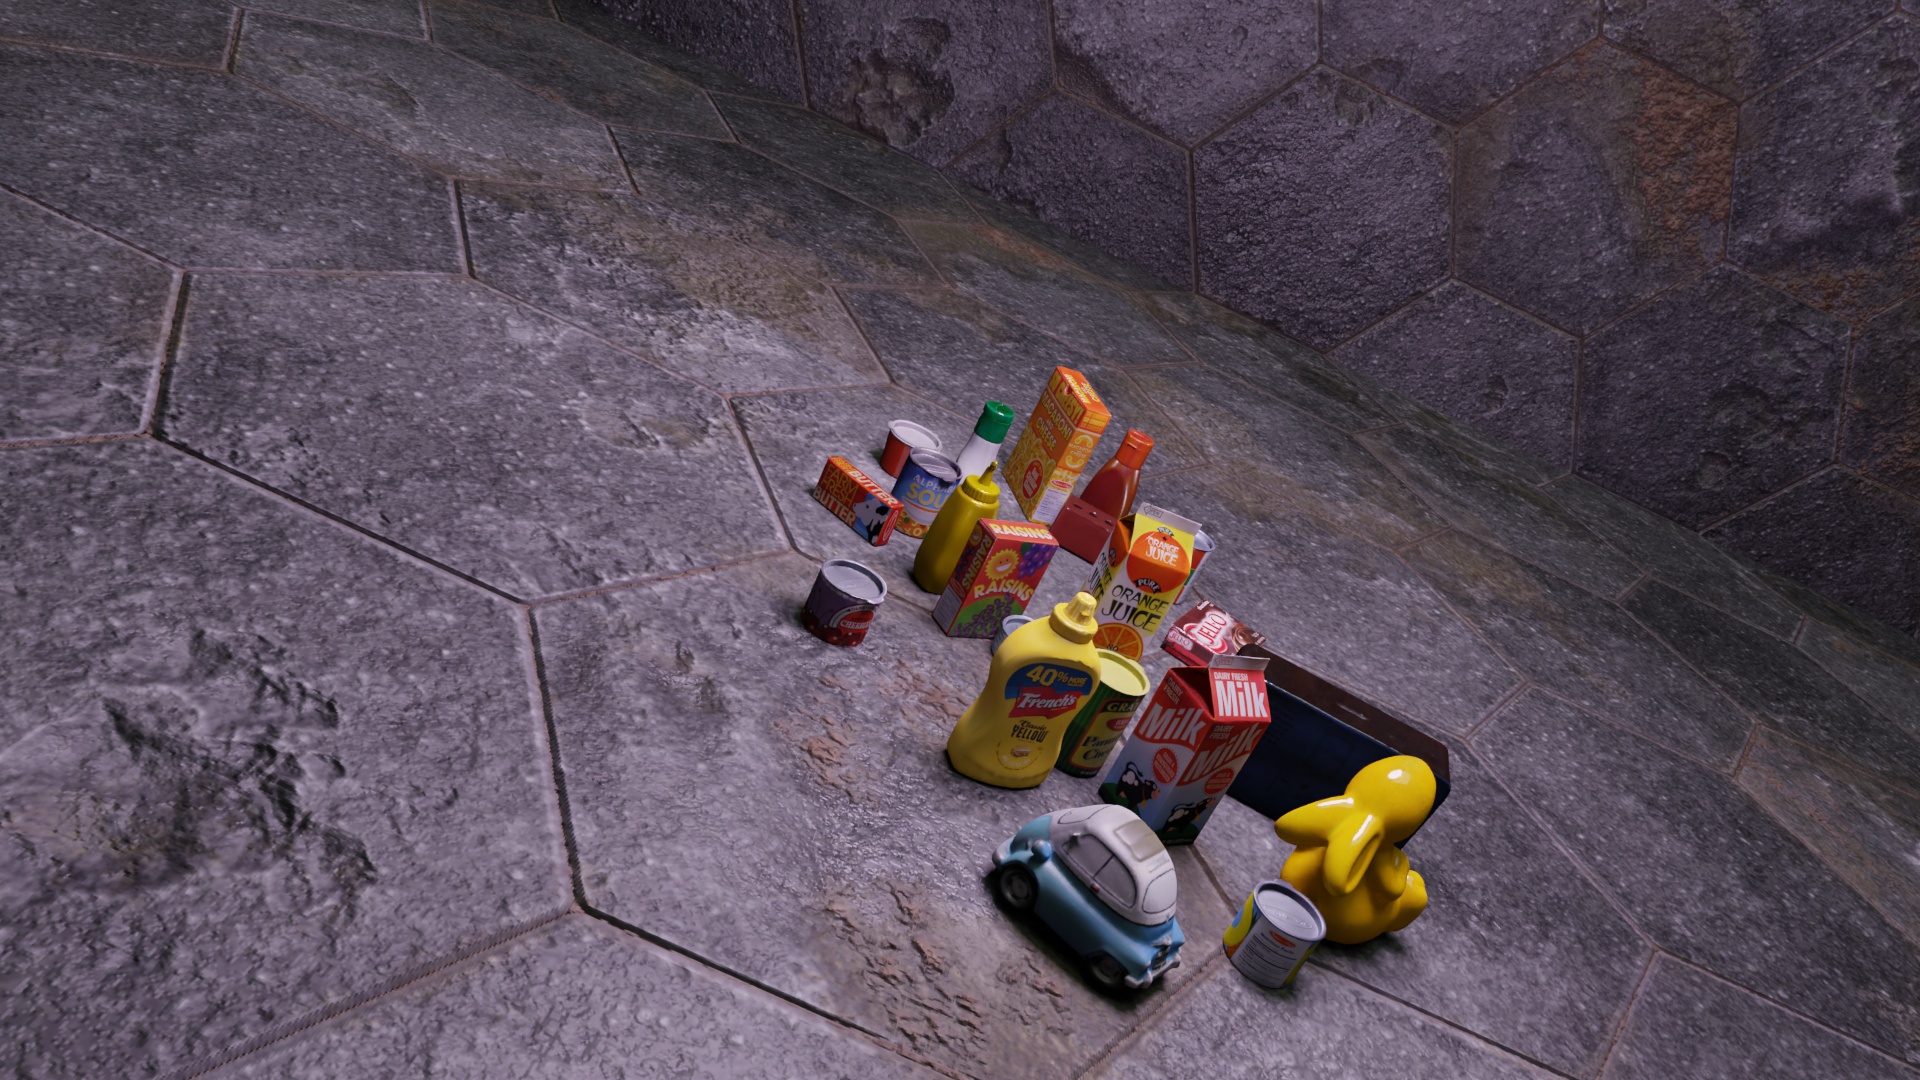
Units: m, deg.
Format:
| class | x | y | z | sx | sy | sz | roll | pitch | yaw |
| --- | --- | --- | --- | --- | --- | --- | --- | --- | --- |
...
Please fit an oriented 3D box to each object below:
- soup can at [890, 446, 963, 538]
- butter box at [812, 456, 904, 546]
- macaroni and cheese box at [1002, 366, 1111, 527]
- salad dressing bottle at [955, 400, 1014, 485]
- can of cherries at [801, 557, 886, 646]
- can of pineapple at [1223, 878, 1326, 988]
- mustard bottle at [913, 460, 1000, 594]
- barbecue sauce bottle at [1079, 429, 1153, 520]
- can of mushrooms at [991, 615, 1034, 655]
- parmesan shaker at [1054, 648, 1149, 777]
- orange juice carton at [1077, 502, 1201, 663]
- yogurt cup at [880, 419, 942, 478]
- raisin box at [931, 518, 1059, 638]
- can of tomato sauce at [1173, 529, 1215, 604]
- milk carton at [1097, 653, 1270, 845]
| class | x | y | z | sx | sy | sz | roll | pitch | yaw |
| --- | --- | --- | --- | --- | --- | --- | --- | --- | --- |
| soup can | -0.042 | -0.052 | 1.567 | 0.071 | 0.083 | 0.071 | 21 | 25 | -10 |
| butter box | -0.113 | -0.044 | 1.520 | 0.104 | 0.053 | 0.024 | 38 | 27 | 24 |
| macaroni and cheese box | 0.119 | -0.119 | 1.754 | 0.040 | 0.165 | 0.124 | 14 | 27 | -25 |
| salad dressing bottle | 0.018 | -0.093 | 1.627 | 0.044 | 0.147 | 0.064 | 27 | 24 | 2 |
| can of cherries | -0.110 | 0.060 | 1.314 | 0.071 | 0.058 | 0.072 | 21 | 25 | -10 |
| can of pineapple | 0.260 | 0.325 | 1.151 | 0.071 | 0.057 | 0.071 | 21 | 25 | -10 |
| mustard bottle | 0.005 | -0.018 | 1.455 | 0.065 | 0.159 | 0.049 | 3 | 33 | -41 |
| barbecue sauce bottle | 0.194 | -0.068 | 1.747 | 0.065 | 0.148 | 0.044 | 35 | 26 | 19 |
| can of mushrooms | 0.069 | 0.109 | 1.418 | 0.071 | 0.033 | 0.071 | 21 | 25 | -10 |
| parmesan shaker | 0.125 | 0.161 | 1.289 | 0.071 | 0.102 | 0.071 | 21 | 25 | -10 |
| orange juice carton | 0.177 | 0.050 | 1.448 | 0.072 | 0.191 | 0.073 | 20 | 25 | -14 |
| yogurt cup | -0.063 | -0.107 | 1.689 | 0.072 | 0.053 | 0.073 | 21 | 25 | -10 |
| raisin box | 0.035 | 0.040 | 1.415 | 0.086 | 0.123 | 0.040 | 7 | 31 | -37 |
| can of tomato sauce | 0.263 | 0.026 | 1.708 | 0.071 | 0.082 | 0.071 | 21 | 25 | -10 |
| milk carton | 0.205 | 0.177 | 1.230 | 0.072 | 0.189 | 0.074 | 7 | 31 | -36 |
